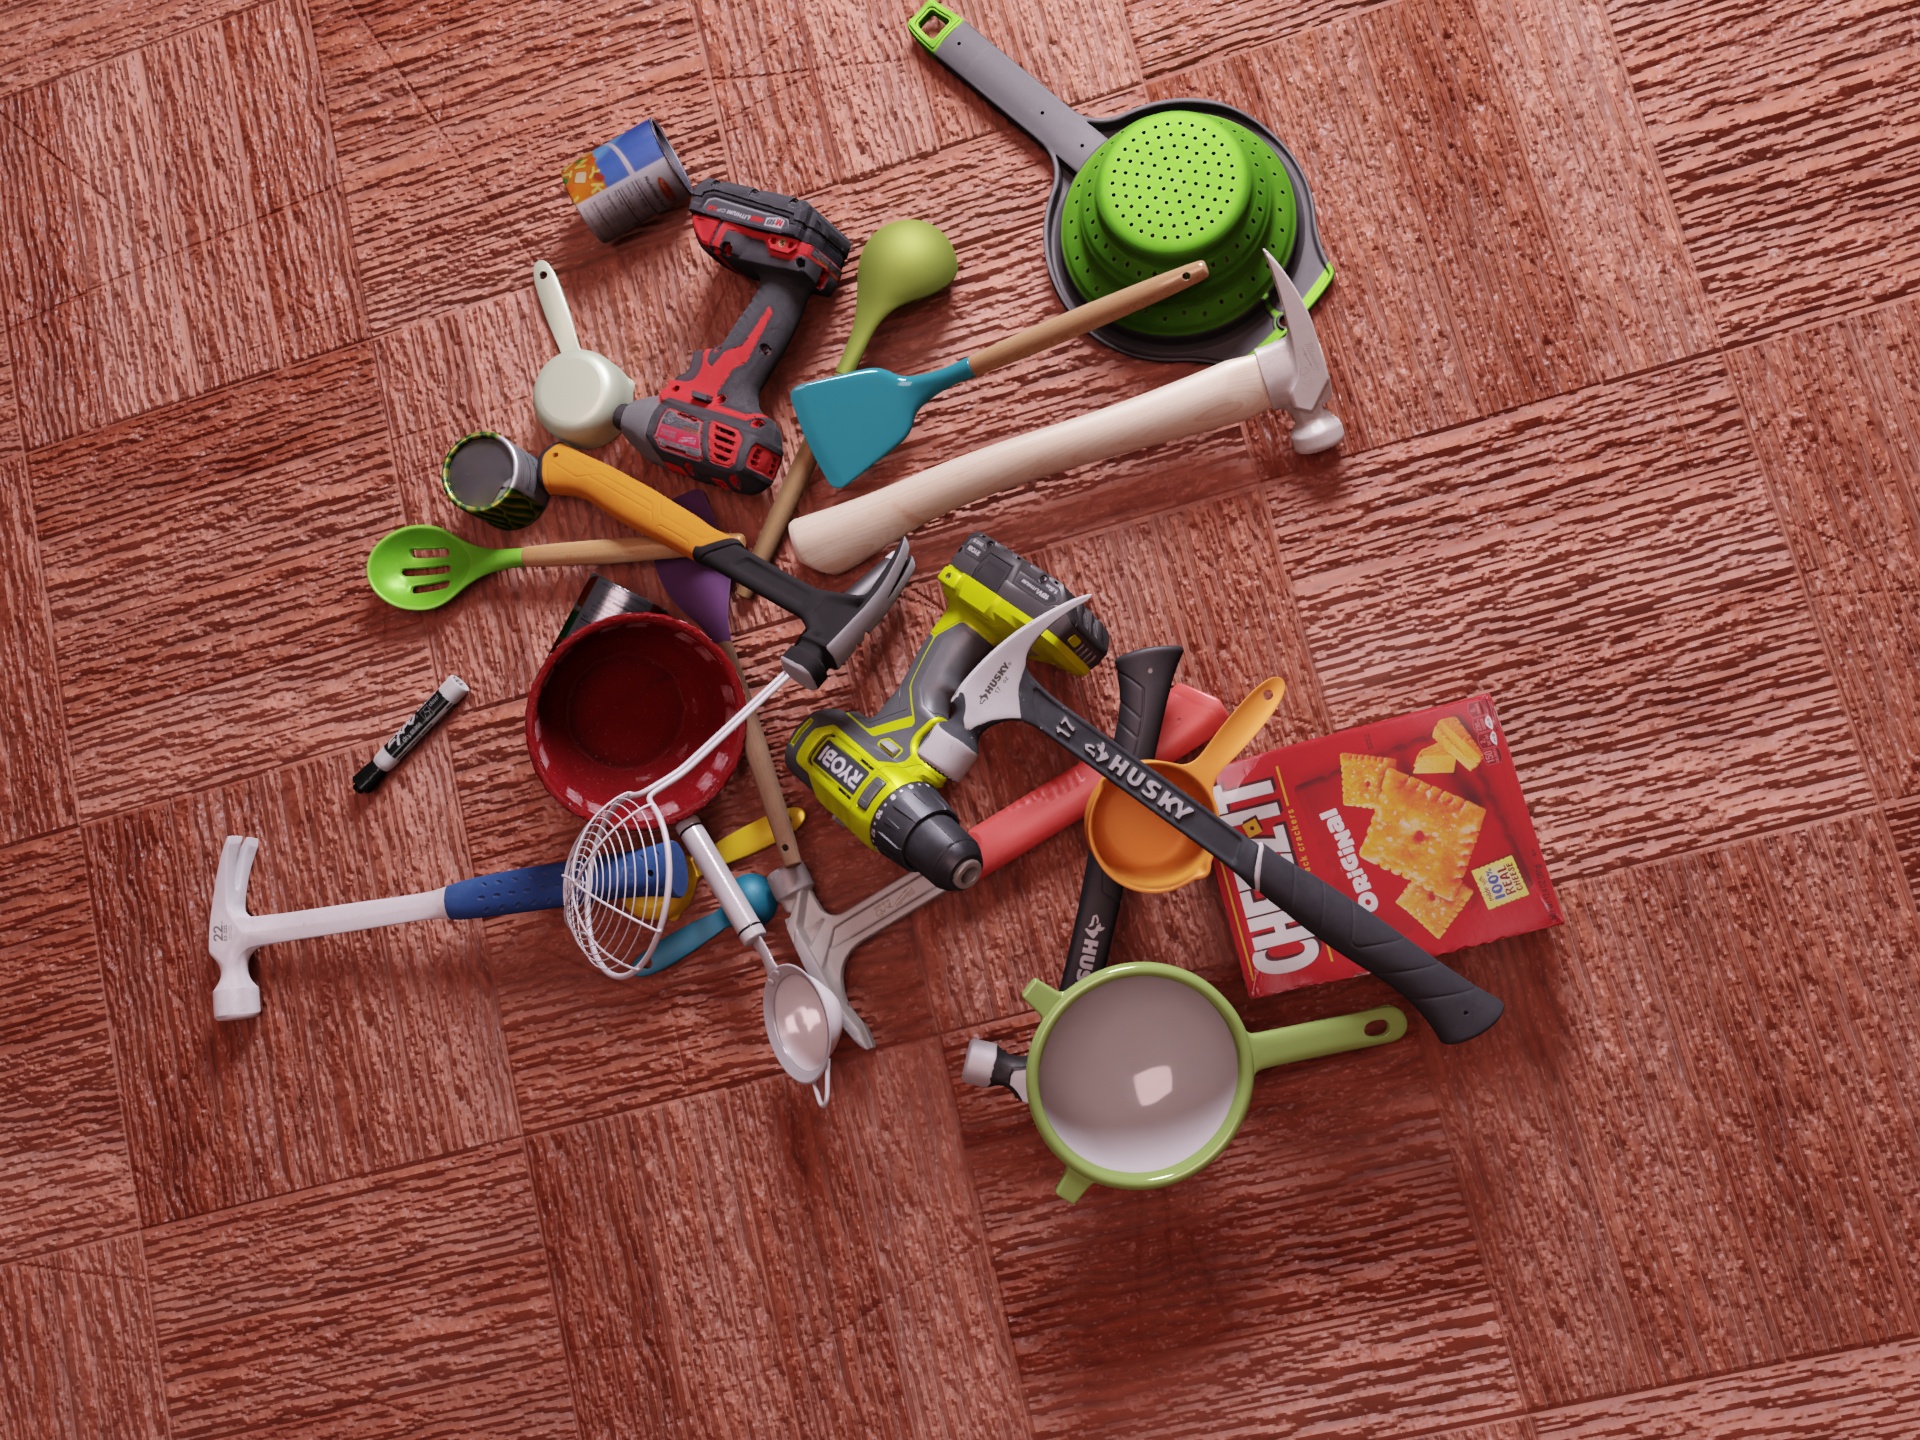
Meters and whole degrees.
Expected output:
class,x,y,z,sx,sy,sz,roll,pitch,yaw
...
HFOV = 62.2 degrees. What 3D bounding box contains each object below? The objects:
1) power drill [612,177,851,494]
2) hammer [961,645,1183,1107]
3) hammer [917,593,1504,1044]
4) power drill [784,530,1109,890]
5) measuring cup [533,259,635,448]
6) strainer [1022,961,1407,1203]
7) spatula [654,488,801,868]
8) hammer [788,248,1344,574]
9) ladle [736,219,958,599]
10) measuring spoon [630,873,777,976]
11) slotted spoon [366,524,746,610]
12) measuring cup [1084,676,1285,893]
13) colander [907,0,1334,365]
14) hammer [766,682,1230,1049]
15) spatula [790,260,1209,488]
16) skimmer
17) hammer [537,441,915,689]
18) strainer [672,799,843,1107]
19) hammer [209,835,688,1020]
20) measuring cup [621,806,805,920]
class,x,y,z,sx,sy,sz,roll,pitch,yaw
power drill,-0.181,-0.293,1.227,0.143,0.078,0.219,20,91,23
hammer,0.107,0.109,1.114,0.146,0.035,0.335,13,92,3
hammer,0.179,0.078,1.027,0.409,0.036,0.149,35,89,-3
power drill,-0.002,-0.004,1.129,0.228,0.080,0.191,-52,49,-1
measuring cup,-0.319,-0.300,1.274,0.083,0.038,0.168,-21,81,7
strainer,0.166,0.219,1.066,0.256,0.069,0.151,-11,95,-5
spatula,-0.176,-0.034,1.212,0.060,0.018,0.316,-24,72,11
hammer,0.062,-0.206,1.167,0.410,0.038,0.146,-18,112,11
ladle,-0.095,-0.238,1.228,0.078,0.062,0.320,28,96,28
measuring spoon,-0.197,0.158,1.200,0.128,0.021,0.042,-31,78,4
slotted spoon,-0.318,-0.128,1.251,0.314,0.031,0.070,-3,84,12
measuring cup,0.154,0.038,1.069,0.095,0.052,0.173,41,88,-2
colander,0.100,-0.430,1.183,0.397,0.094,0.204,44,92,13
hammer,0.040,0.090,1.158,0.359,0.036,0.149,-31,78,6
spatula,0.030,-0.265,1.161,0.317,0.044,0.082,-19,104,21
skimmer,-0.148,0.024,1.143,0.363,0.090,0.127,-46,32,-20
hammer,-0.193,-0.141,1.192,0.337,0.034,0.127,29,69,28
strainer,-0.145,0.161,1.155,0.259,0.050,0.086,56,135,19
hammer,-0.402,0.135,1.220,0.405,0.035,0.144,-10,81,14
measuring cup,-0.189,0.102,1.201,0.156,0.029,0.062,-26,79,9
